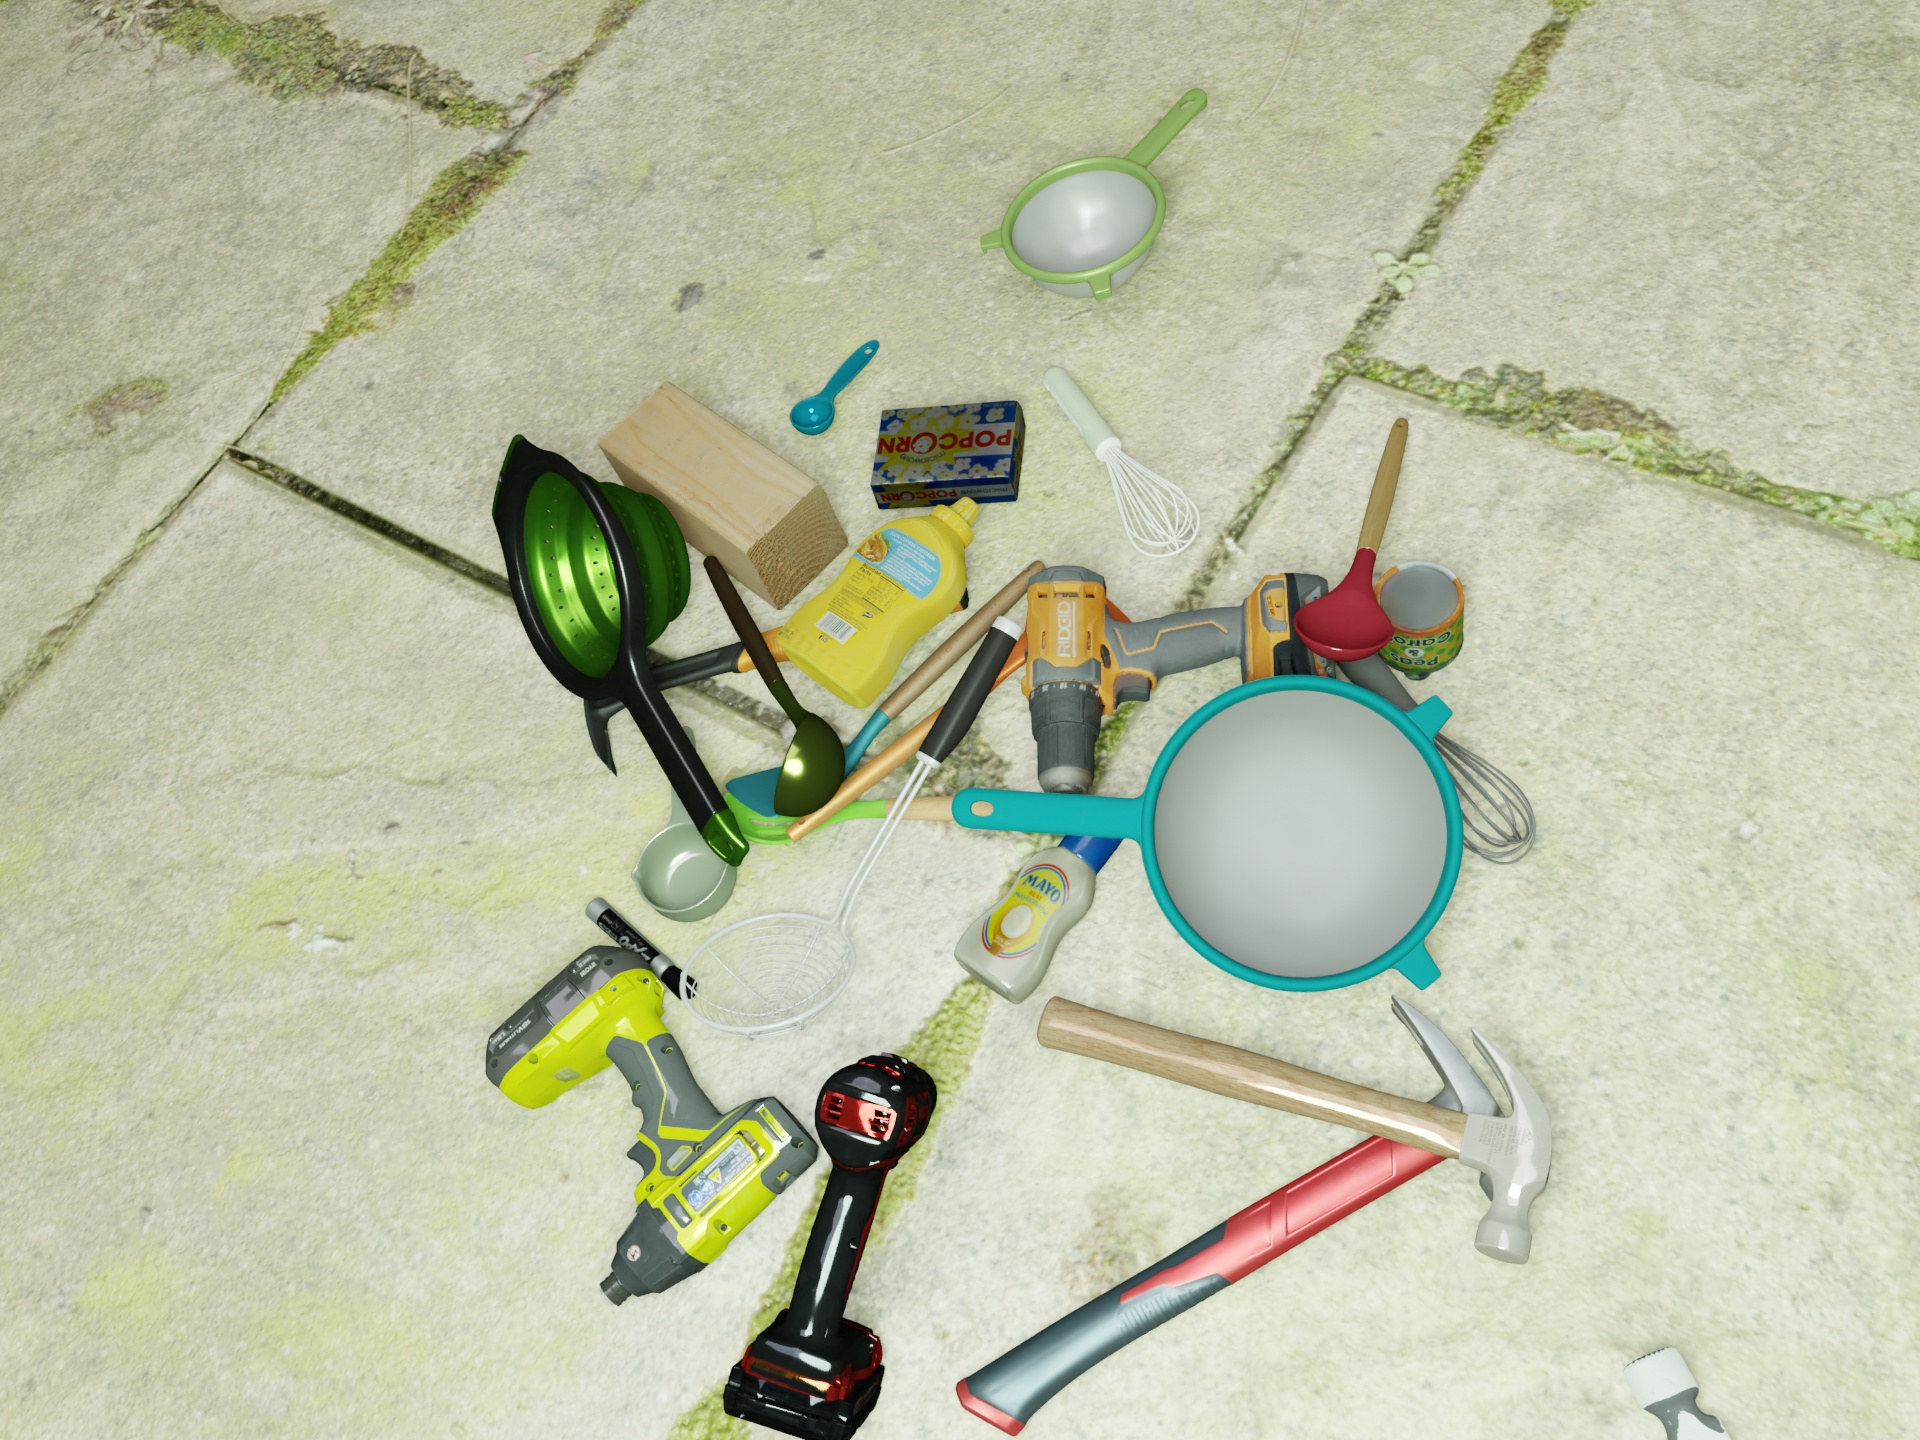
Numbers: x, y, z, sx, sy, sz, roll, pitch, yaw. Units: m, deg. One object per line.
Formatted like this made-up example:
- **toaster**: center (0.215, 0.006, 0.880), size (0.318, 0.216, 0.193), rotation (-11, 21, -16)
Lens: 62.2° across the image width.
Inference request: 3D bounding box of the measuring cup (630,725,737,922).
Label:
- **measuring cup**: center (-0.214, 0.083, 1.262), size (0.083, 0.038, 0.168), rotation (-11, 57, 9)

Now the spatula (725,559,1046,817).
- **spatula**: center (-0.047, -0.029, 1.272), size (0.317, 0.044, 0.082), rotation (-44, 36, -14)

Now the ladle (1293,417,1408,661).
- **ladle**: center (0.308, -0.141, 1.196), size (0.069, 0.031, 0.316), rotation (13, 46, 15)

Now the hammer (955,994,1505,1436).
- **hammer**: center (0.164, 0.326, 1.017), size (0.386, 0.038, 0.143), rotation (-29, 56, -2)

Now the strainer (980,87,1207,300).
- **strainer**: center (0.149, -0.474, 1.458), size (0.152, 0.069, 0.256), rotation (31, 73, 31)

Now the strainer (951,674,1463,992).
- **strainer**: center (0.167, 0.075, 1.105), size (0.340, 0.095, 0.211), rotation (3, 83, 9)

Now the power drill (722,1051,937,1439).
- **power drill**: center (-0.068, 0.326, 1.024), size (0.080, 0.187, 0.227), rotation (13, 83, 10)

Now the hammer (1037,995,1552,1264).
- **hammer**: center (0.207, 0.232, 1.021), size (0.331, 0.031, 0.130), rotation (12, 63, 24)

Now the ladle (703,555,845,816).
- **ladle**: center (-0.164, -0.041, 1.255), size (0.062, 0.078, 0.321), rotation (-5, 39, -26)

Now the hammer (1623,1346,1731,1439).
- **hammer**: center (0.253, 0.502, 0.894), size (0.409, 0.036, 0.149), rotation (-24, 59, 2)

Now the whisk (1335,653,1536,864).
- **whisk**: center (0.331, 0.010, 1.149), size (0.055, 0.055, 0.239), rotation (-30, 53, -2)

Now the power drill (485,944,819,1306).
- **power drill**: center (-0.231, 0.284, 1.130), size (0.171, 0.080, 0.223), rotation (-42, 62, -10)

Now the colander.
- **colander**: center (-0.244, -0.061, 1.277), size (0.094, 0.204, 0.397), rotation (-19, 66, -38)

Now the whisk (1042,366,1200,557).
- **whisk**: center (0.128, -0.222, 1.336), size (0.059, 0.057, 0.247), rotation (-33, 53, 5)

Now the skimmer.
- **skimmer**: center (-0.071, 0.070, 1.161), size (0.127, 0.090, 0.363), rotation (28, 86, 44)

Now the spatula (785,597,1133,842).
- **spatula**: center (-0.002, -0.004, 1.240), size (0.322, 0.041, 0.081), rotation (-37, 59, -10)

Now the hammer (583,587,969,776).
- **hammer**: center (-0.154, -0.056, 1.325), size (0.337, 0.034, 0.127), rotation (-16, 57, 6)

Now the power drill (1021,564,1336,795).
- **power drill**: center (0.158, -0.026, 1.176), size (0.226, 0.084, 0.185), rotation (0, 61, 4)

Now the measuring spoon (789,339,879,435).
- **measuring spoon**: center (-0.111, -0.305, 1.470), size (0.042, 0.021, 0.129), rotation (22, 60, 26)

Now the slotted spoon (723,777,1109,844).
- **slotted spoon**: center (-0.032, 0.070, 1.224), size (0.314, 0.031, 0.070), rotation (-2, 43, 12)
